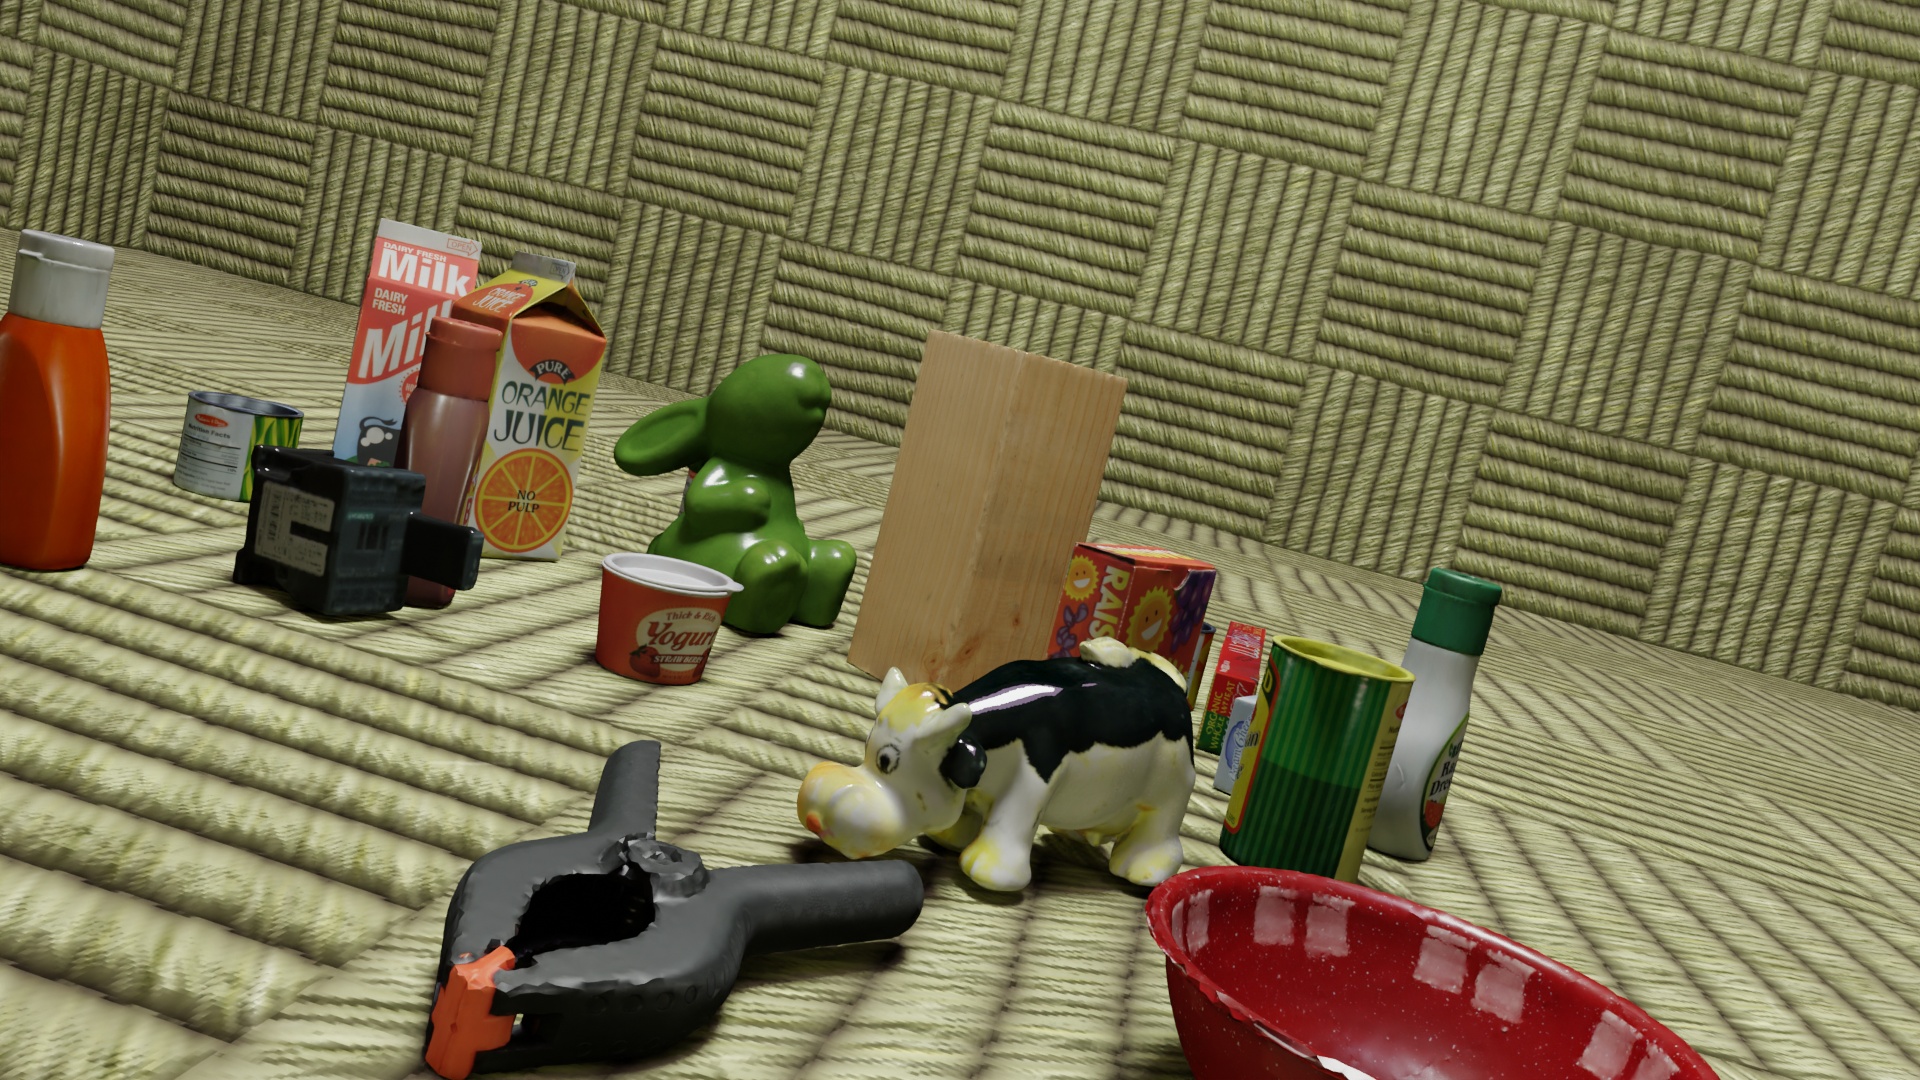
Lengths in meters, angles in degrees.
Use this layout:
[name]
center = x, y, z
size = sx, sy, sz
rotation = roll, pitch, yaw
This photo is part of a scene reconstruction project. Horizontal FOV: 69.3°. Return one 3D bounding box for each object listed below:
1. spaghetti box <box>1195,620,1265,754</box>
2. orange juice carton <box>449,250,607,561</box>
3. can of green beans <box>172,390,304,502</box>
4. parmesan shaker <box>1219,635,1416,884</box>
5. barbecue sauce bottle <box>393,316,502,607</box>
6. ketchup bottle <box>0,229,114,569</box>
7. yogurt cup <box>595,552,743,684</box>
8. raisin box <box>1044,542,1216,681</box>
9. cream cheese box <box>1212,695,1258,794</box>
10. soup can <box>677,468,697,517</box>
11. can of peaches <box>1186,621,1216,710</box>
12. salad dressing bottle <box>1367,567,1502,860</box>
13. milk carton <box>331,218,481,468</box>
[spaghetti box]
center = 0.187, 0.096, 0.949
size = 0.029, 0.050, 0.250
rotation = 15, 7, 12
[orange juice carton]
center = -0.287, -0.089, 0.893
size = 0.072, 0.192, 0.073
rotation = 20, 9, 40
[can of green beans]
center = -0.456, -0.059, 0.878
size = 0.071, 0.057, 0.071
rotation = 14, 7, -2
[parmesan shaker]
center = 0.163, 0.103, 0.643
size = 0.071, 0.103, 0.071
rotation = 14, 7, -2
[barbecue sauce bottle]
center = -0.277, -0.043, 0.737
size = 0.044, 0.148, 0.065
rotation = 11, 7, -24
[ketchup bottle]
center = -0.419, -0.065, 0.633
size = 0.065, 0.148, 0.043
rotation = 15, 7, 12
[yogurt cup]
center = -0.154, 0.040, 0.711
size = 0.072, 0.054, 0.072
rotation = 14, 7, -2
[raisin box]
center = 0.078, 0.065, 0.689
size = 0.040, 0.123, 0.086
rotation = 19, 8, 36
[cream cheese box]
center = 0.181, 0.114, 0.786
size = 0.024, 0.053, 0.104
rotation = 19, 9, 35
[soup can]
center = -0.168, -0.017, 1.005
size = 0.071, 0.083, 0.071
rotation = 14, 7, -2
[can of peaches]
center = 0.135, 0.079, 0.950
size = 0.071, 0.058, 0.071
rotation = 14, 7, -2
[salad dressing bottle]
center = 0.242, 0.089, 0.722
size = 0.044, 0.147, 0.064
rotation = 18, 8, 31
[milk carton]
center = -0.401, -0.130, 1.003
size = 0.072, 0.190, 0.073
rotation = 11, 7, -25
